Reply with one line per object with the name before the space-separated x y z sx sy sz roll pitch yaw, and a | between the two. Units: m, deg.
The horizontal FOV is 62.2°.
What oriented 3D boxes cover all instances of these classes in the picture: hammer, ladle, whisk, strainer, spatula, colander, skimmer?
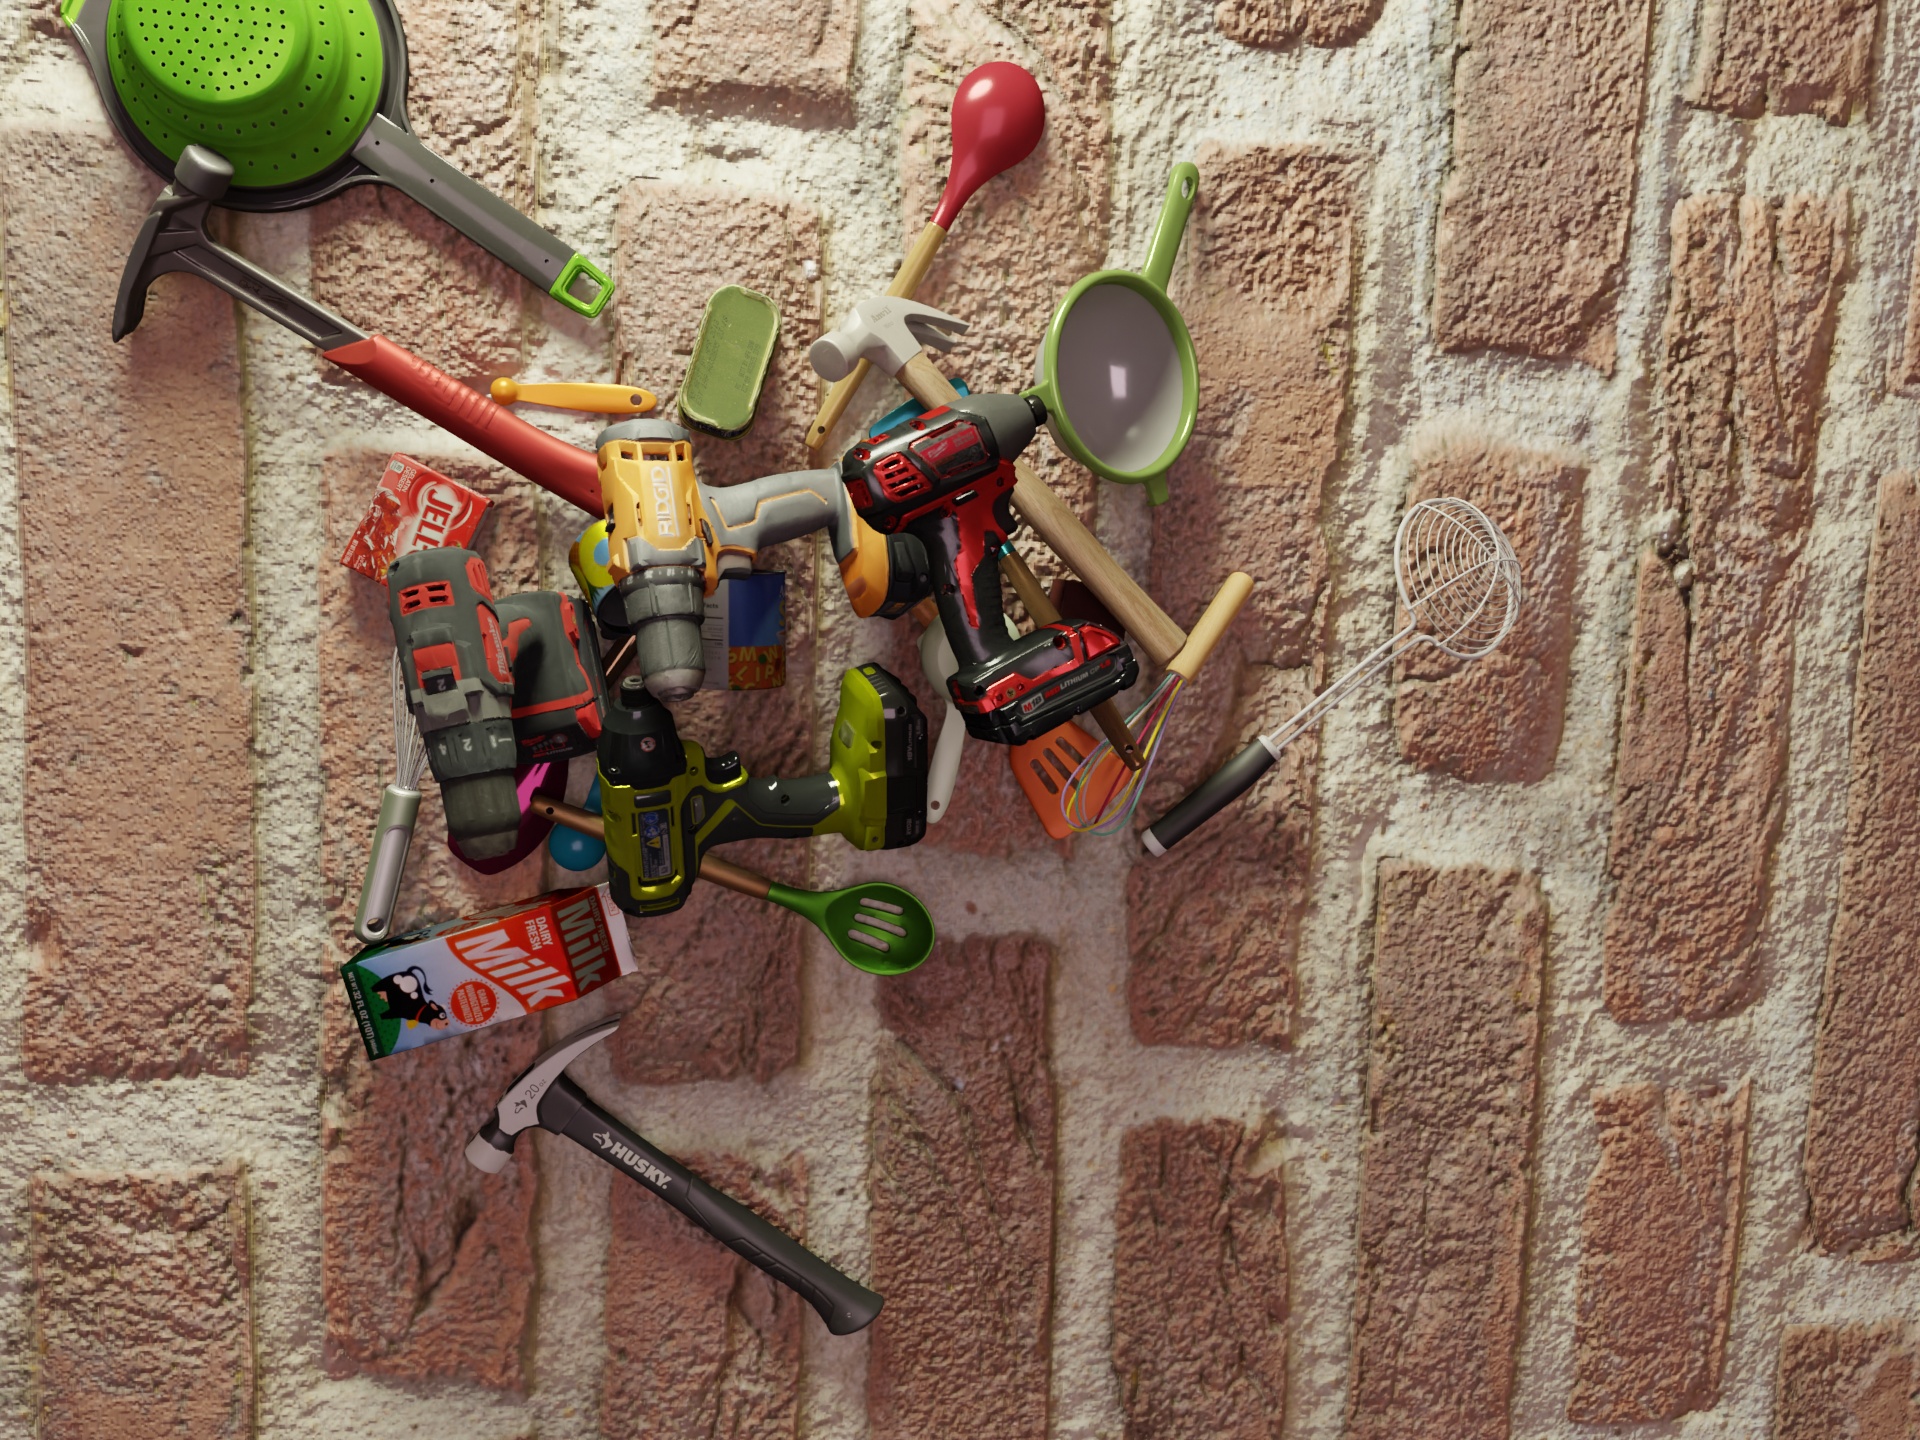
hammer | 0.042 -0.168 1.127 0.331 0.031 0.130 46 44 -7
ladle | -0.031 -0.335 1.152 0.069 0.031 0.315 29 94 -13
hammer | -0.195 0.361 1.209 0.334 0.035 0.146 38 91 -11
hammer | -0.389 -0.230 1.093 0.359 0.037 0.149 31 117 -16
whisk | -0.393 0.043 1.130 0.057 0.059 0.246 11 97 -35
strainer | 0.115 -0.292 1.162 0.151 0.069 0.256 29 72 -36
whisk | 0.153 -0.013 1.181 0.051 0.047 0.245 36 72 -3
spatula | -0.002 -0.054 1.183 0.081 0.041 0.322 -41 100 1
spatula | 0.045 -0.100 1.149 0.082 0.044 0.318 -31 75 -2
colander | -0.407 -0.399 1.052 0.397 0.094 0.204 34 91 -11
skimmer | 0.282 -0.026 1.235 0.363 0.090 0.127 -40 104 8

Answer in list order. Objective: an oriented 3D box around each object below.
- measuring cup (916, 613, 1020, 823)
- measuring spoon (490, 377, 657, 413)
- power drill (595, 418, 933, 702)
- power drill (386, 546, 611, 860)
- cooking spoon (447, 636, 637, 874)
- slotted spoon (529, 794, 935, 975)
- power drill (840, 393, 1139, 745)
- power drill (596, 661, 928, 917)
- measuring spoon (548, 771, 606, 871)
measuring cup | -0.002 -0.004 1.158 0.083 0.038 0.167 13 94 -3
measuring spoon | -0.276 -0.232 1.134 0.117 0.011 0.021 2 97 -9
power drill | -0.126 -0.108 1.075 0.226 0.084 0.185 -3 76 -27
power drill | -0.295 -0.008 1.036 0.080 0.226 0.188 -12 88 3
cooking spoon | -0.266 -0.023 1.158 0.068 0.017 0.319 36 90 -7
slotted spoon | -0.166 0.114 1.177 0.313 0.031 0.070 22 93 -14
power drill | 0.026 -0.105 1.055 0.143 0.078 0.219 -28 103 -16
power drill | -0.140 0.036 1.113 0.223 0.080 0.171 -10 119 -22
measuring spoon | -0.263 0.053 1.166 0.042 0.021 0.128 26 95 -11
